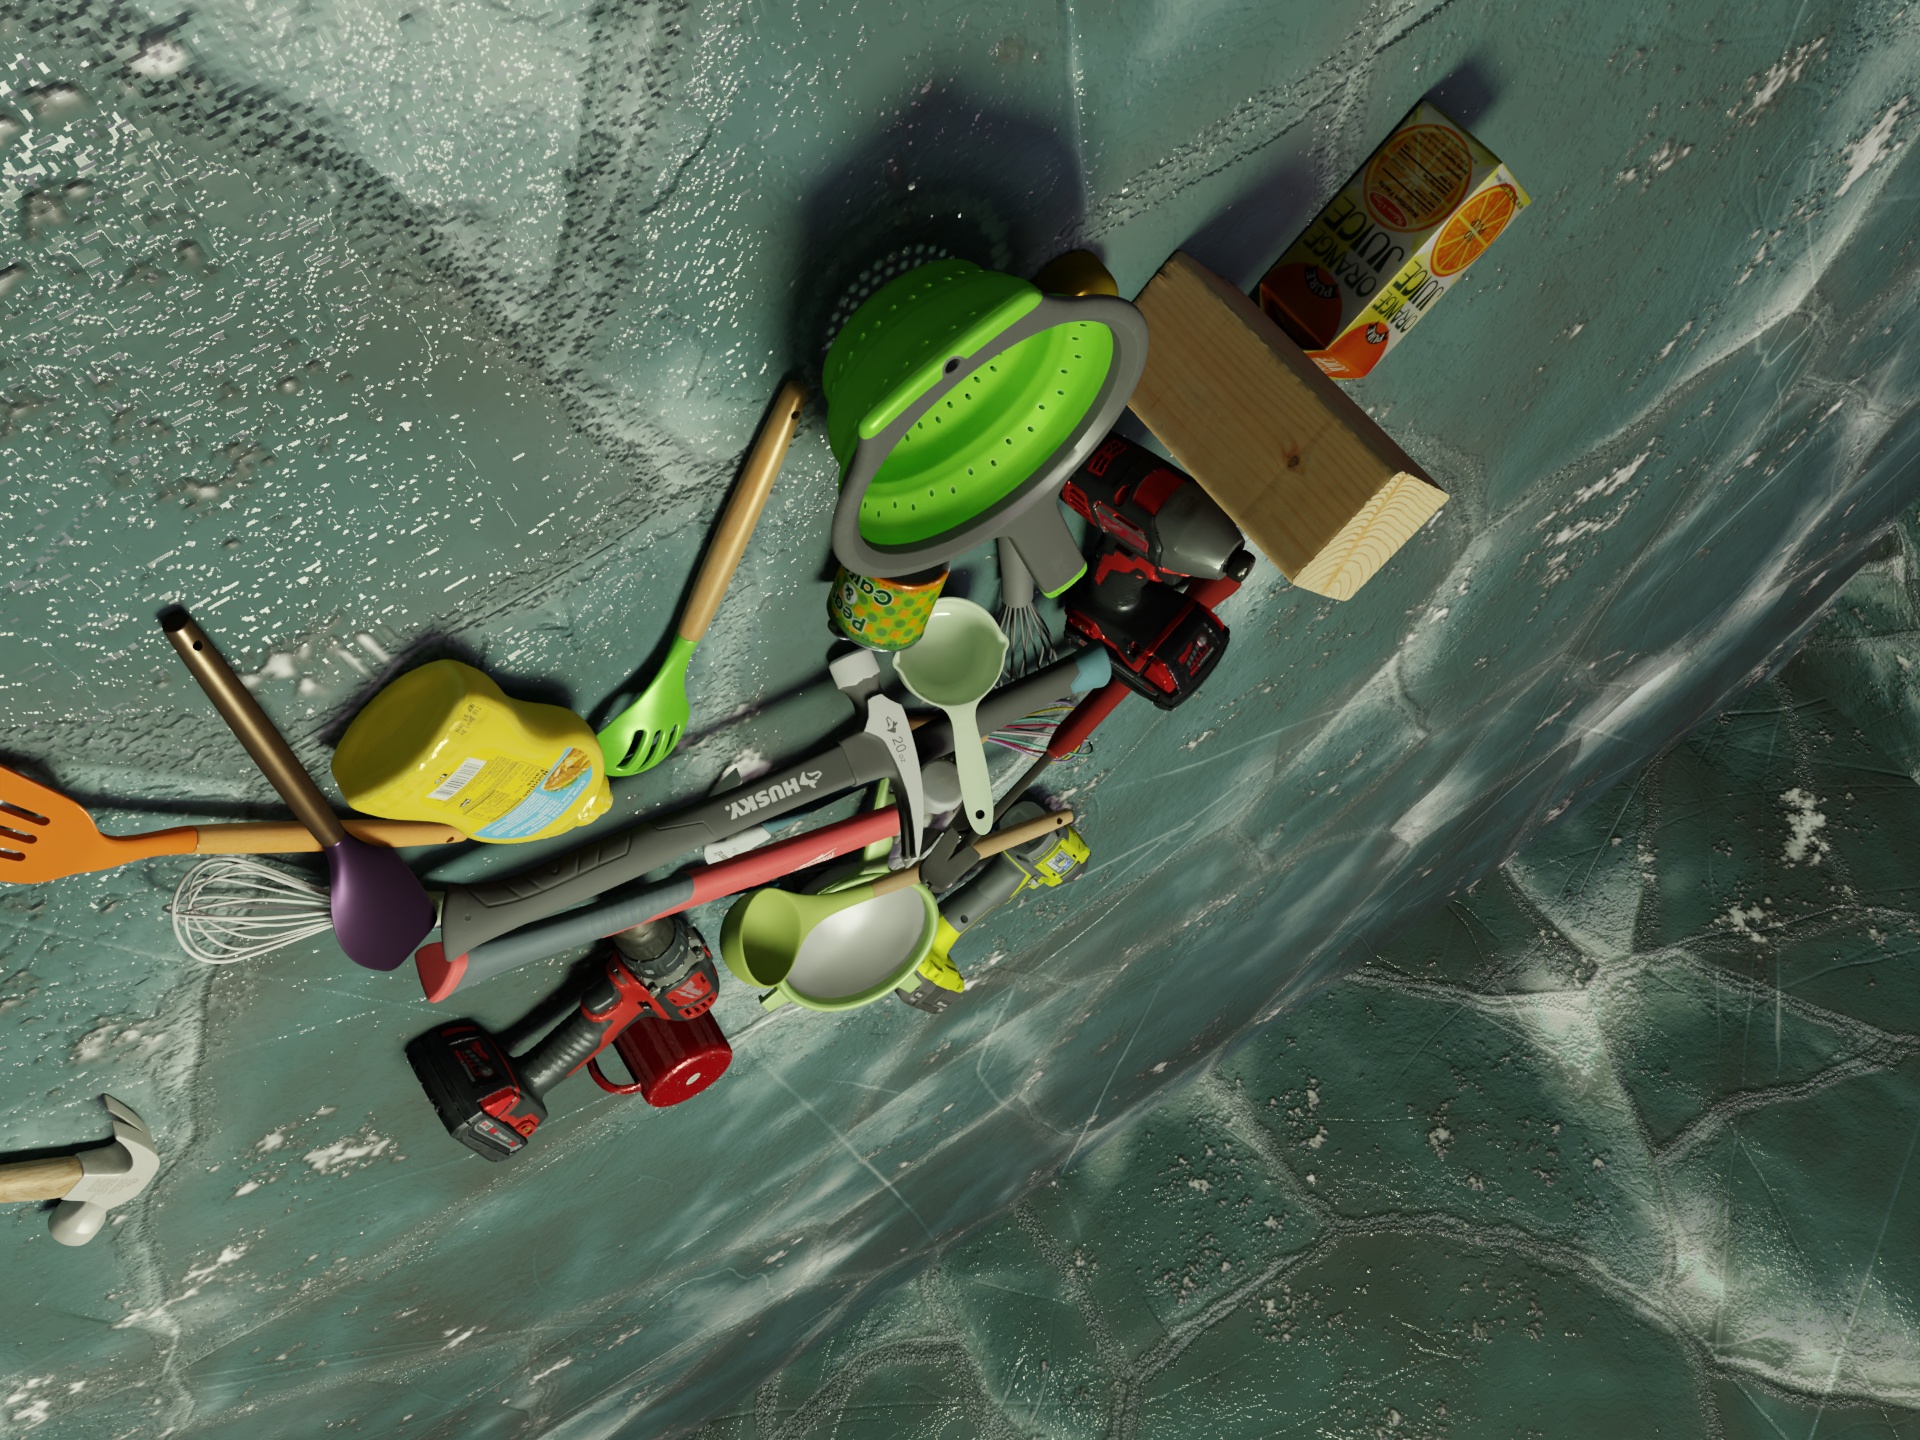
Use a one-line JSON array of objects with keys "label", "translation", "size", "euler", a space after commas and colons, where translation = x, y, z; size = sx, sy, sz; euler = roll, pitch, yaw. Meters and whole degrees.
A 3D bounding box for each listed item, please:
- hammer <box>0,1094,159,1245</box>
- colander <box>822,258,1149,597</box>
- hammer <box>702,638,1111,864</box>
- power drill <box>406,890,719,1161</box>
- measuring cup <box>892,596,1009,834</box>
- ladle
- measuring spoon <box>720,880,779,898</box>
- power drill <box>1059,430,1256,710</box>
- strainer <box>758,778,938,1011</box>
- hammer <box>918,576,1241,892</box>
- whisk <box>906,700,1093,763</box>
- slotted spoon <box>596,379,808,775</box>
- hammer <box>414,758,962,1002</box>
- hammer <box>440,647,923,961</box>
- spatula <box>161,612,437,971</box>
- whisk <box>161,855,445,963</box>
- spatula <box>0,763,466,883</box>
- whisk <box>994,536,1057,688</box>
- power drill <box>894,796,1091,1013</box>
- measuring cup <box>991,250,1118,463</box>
[{"label": "hammer", "translation": [-0.623, 0.273, 0.916], "size": [0.130, 0.031, 0.331], "euler": [-45, 153, 16]}, {"label": "colander", "translation": [0.011, -0.161, 0.932], "size": [0.204, 0.094, 0.396], "euler": [-38, 163, 3]}, {"label": "hammer", "translation": [-0.042, 0.025, 1.167], "size": [0.331, 0.033, 0.128], "euler": [-25, 154, 2]}, {"label": "power drill", "translation": [-0.294, 0.221, 1.200], "size": [0.226, 0.080, 0.187], "euler": [-34, 155, -12]}, {"label": "measuring cup", "translation": [-0.002, -0.004, 1.113], "size": [0.083, 0.167, 0.038], "euler": [-12, -173, -11]}, {"label": "ladle", "translation": [-0.043, 0.130, 1.275], "size": [0.320, 0.062, 0.078], "euler": [-19, 107, -21]}, {"label": "measuring spoon", "translation": [-0.180, 0.125, 1.248], "size": [0.042, 0.021, 0.128], "euler": [-2, 179, 26]}, {"label": "power drill", "translation": [0.138, -0.102, 1.122], "size": [0.078, 0.143, 0.219], "euler": [-48, 160, -17]}, {"label": "strainer", "translation": [-0.088, 0.126, 1.331], "size": [0.151, 0.069, 0.256], "euler": [-3, 122, -28]}, {"label": "hammer", "translation": [0.101, -0.006, 1.244], "size": [0.359, 0.037, 0.149], "euler": [-45, 176, -19]}, {"label": "whisk", "translation": [0.029, 0.013, 1.297], "size": [0.244, 0.051, 0.047], "euler": [2, 140, -49]}, {"label": "slotted spoon", "translation": [-0.154, -0.070, 0.942], "size": [0.070, 0.031, 0.313], "euler": [-12, 144, -45]}, {"label": "hammer", "translation": [-0.184, 0.121, 1.118], "size": [0.386, 0.038, 0.143], "euler": [-17, 161, -24]}, {"label": "hammer", "translation": [-0.179, 0.077, 1.044], "size": [0.335, 0.146, 0.035], "euler": [-23, 180, -19]}, {"label": "spatula", "translation": [-0.351, 0.050, 0.857], "size": [0.060, 0.018, 0.315], "euler": [-52, 155, -29]}, {"label": "whisk", "translation": [-0.369, 0.115, 0.957], "size": [0.058, 0.059, 0.246], "euler": [-5, 171, 25]}, {"label": "spatula", "translation": [-0.395, 0.056, 0.853], "size": [0.081, 0.041, 0.322], "euler": [-47, 157, 20]}, {"label": "whisk", "translation": [0.044, -0.089, 1.138], "size": [0.055, 0.055, 0.238], "euler": [-29, 149, -16]}, {"label": "power drill", "translation": [0.025, 0.178, 1.533], "size": [0.223, 0.080, 0.171], "euler": [-42, 154, 3]}, {"label": "measuring cup", "translation": [0.050, -0.209, 0.960], "size": [0.062, 0.029, 0.156], "euler": [-17, 146, -36]}]
